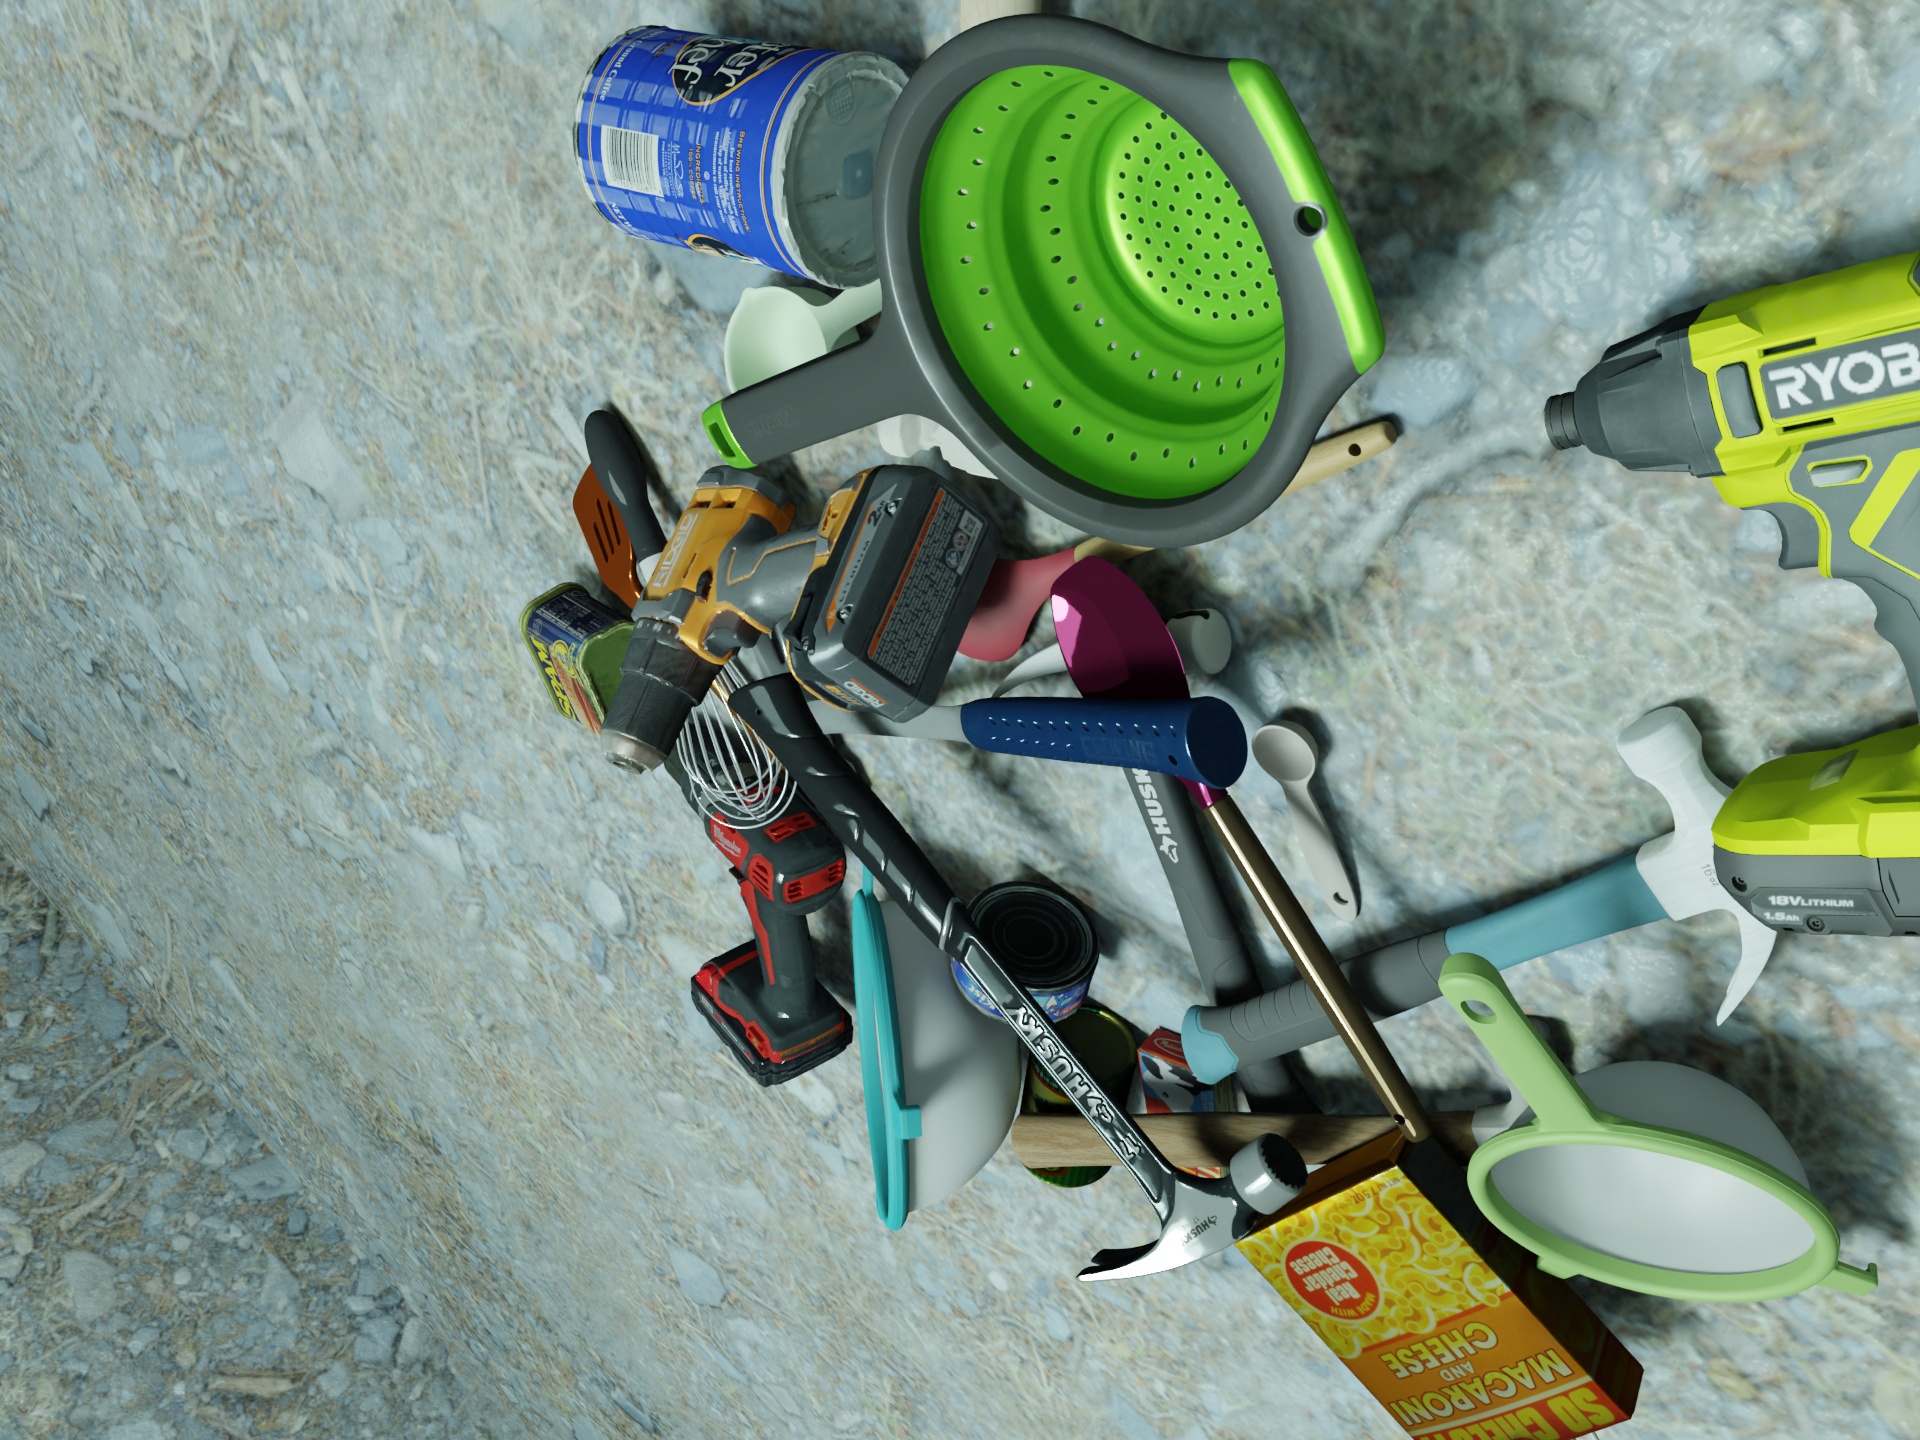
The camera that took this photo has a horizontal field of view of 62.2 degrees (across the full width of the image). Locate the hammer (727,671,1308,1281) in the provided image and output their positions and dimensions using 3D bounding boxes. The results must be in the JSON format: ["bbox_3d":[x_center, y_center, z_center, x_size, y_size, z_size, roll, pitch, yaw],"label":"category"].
[{"bbox_3d":[0.005,0.131,0.885,0.409,0.036,0.149,49,122,12],"label":"hammer"}]

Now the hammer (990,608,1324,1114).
[{"bbox_3d":[0.125,0.096,0.864,0.146,0.035,0.334,-3,116,45],"label":"hammer"}]

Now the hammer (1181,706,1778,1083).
[{"bbox_3d":[0.225,0.113,0.750,0.331,0.033,0.128,-34,94,44],"label":"hammer"}]

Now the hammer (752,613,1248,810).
[{"bbox_3d":[-0.001,-0.003,0.857,0.406,0.035,0.144,3,120,57],"label":"hammer"}]

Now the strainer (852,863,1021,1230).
[{"bbox_3d":[-0.014,0.249,1.054,0.340,0.095,0.211,93,169,-50],"label":"strainer"}]

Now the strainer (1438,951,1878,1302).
[{"bbox_3d":[0.279,0.163,0.693,0.151,0.069,0.256,-15,128,43],"label":"strainer"}]

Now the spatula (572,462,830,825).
[{"bbox_3d":[-0.157,-0.036,1.058,0.322,0.041,0.081,50,143,-2],"label":"spatula"}]

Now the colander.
[{"bbox_3d":[0.020,-0.172,0.673,0.397,0.094,0.204,-5,120,51],"label":"colander"}]

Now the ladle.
[{"bbox_3d":[0.080,-0.086,0.779,0.315,0.031,0.069,-19,104,48],"label":"ladle"}]

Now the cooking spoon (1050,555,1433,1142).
[{"bbox_3d":[0.136,0.061,0.764,0.068,0.017,0.319,-36,83,46],"label":"cooking spoon"}]

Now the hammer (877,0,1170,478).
[{"bbox_3d":[0.025,-0.293,0.660,0.146,0.038,0.410,13,125,23],"label":"hammer"}]

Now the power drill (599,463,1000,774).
[{"bbox_3d":[-0.102,-0.051,0.856,0.226,0.185,0.084,7,159,47],"label":"power drill"}]

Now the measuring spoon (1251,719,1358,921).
[{"bbox_3d":[0.178,0.049,0.795,0.034,0.018,0.124,1,126,44],"label":"measuring spoon"}]

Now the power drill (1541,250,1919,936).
[{"bbox_3d":[0.307,-0.042,0.548,0.171,0.080,0.223,-7,110,46],"label":"power drill"}]

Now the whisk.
[{"bbox_3d":[-0.176,-0.066,1.003,0.070,0.070,0.284,-26,85,51],"label":"whisk"}]

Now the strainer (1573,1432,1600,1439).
[{"bbox_3d":[0.253,0.329,0.909,0.259,0.050,0.086,23,126,40],"label":"strainer"}]

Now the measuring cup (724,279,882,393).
[{"bbox_3d":[-0.054,-0.206,0.816,0.167,0.038,0.083,-24,88,38],"label":"measuring cup"}]

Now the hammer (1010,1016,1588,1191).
[{"bbox_3d":[0.172,0.231,0.869,0.331,0.031,0.130,-11,112,35],"label":"hammer"}]

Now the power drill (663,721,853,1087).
[{"bbox_3d":[-0.148,0.122,1.115,0.188,0.080,0.226,39,140,40],"label":"power drill"}]
